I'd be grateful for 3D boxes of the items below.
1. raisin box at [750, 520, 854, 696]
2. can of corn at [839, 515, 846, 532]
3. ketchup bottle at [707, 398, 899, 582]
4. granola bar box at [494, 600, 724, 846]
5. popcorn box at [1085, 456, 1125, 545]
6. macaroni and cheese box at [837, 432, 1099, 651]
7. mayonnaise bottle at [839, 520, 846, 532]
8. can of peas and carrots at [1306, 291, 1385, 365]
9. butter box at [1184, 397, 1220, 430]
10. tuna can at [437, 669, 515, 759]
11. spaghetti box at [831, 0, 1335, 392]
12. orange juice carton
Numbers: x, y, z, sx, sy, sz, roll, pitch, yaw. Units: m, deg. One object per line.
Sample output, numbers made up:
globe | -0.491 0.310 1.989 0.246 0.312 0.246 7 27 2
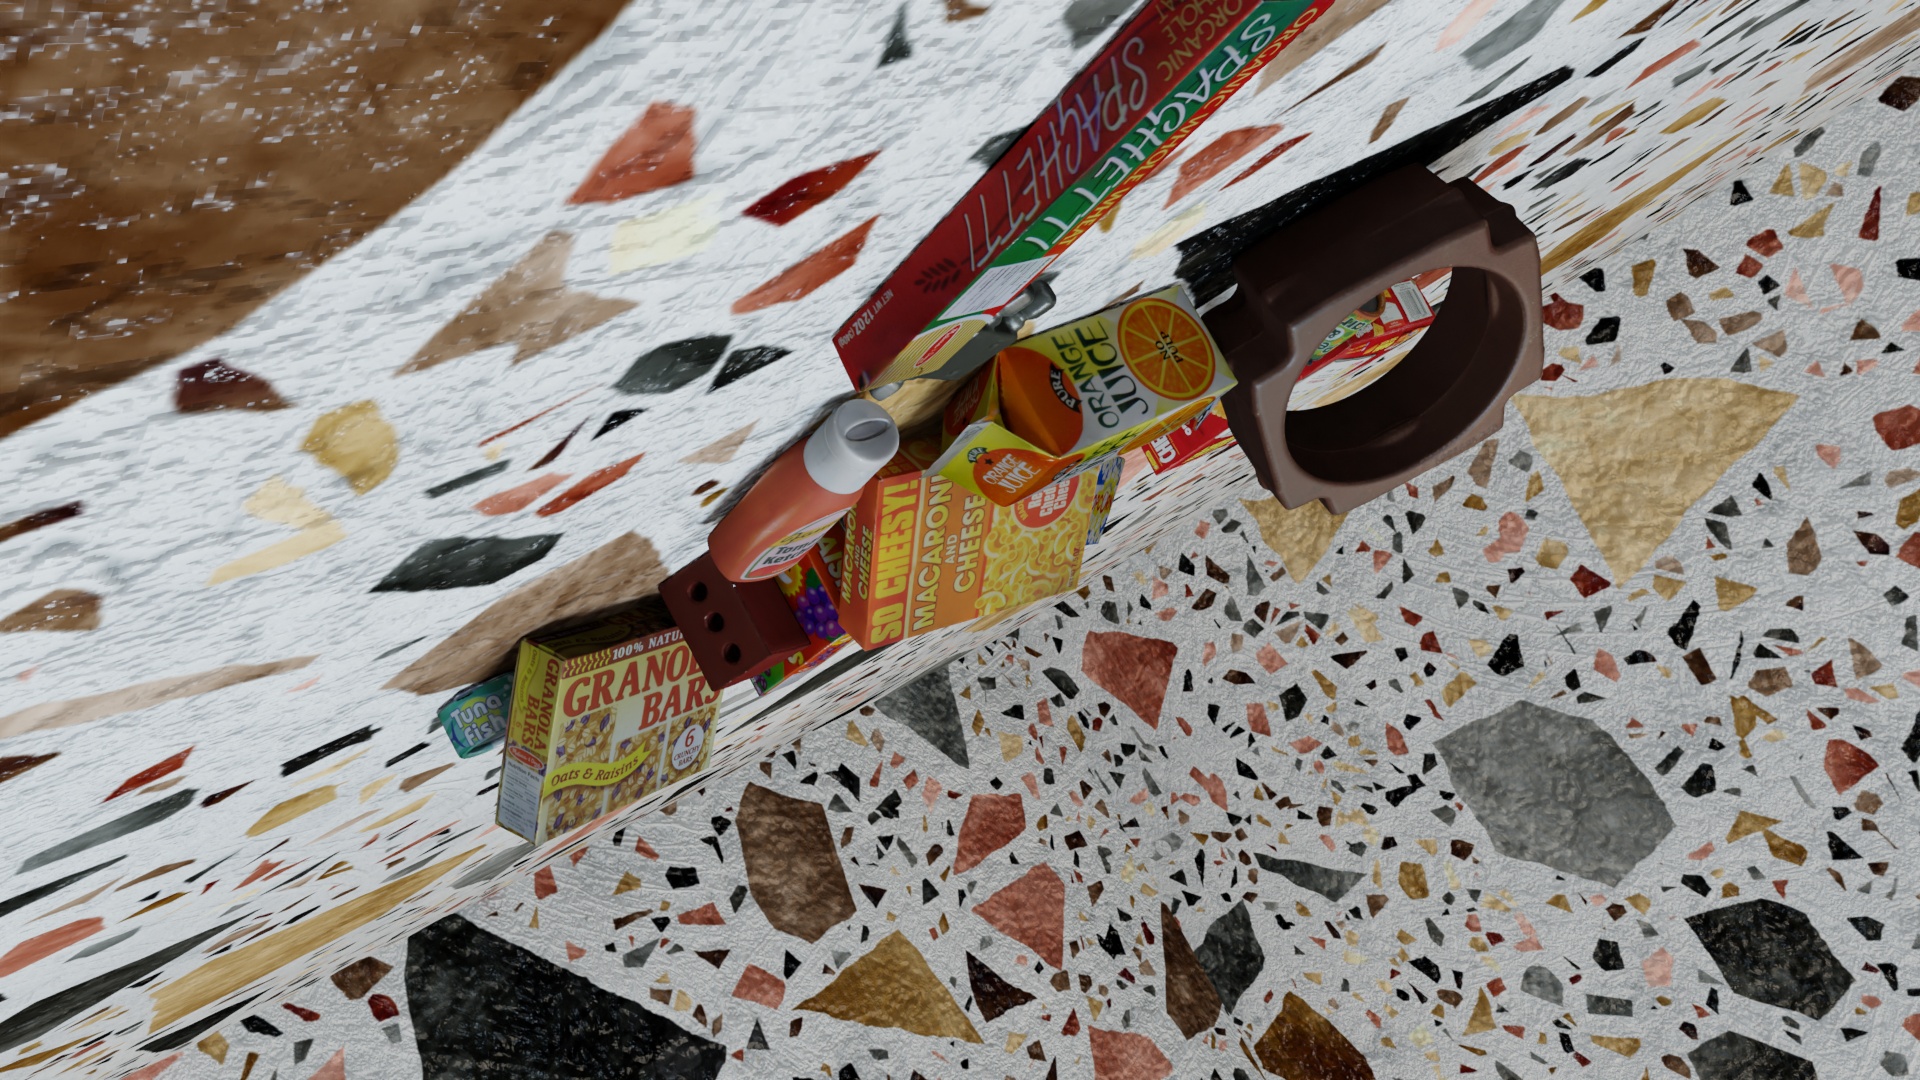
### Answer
raisin box | -0.111 0.042 0.932 0.040 0.086 0.123 -20 168 -43
can of corn | -0.041 -0.014 0.922 0.071 0.058 0.071 -29 173 -4
ketchup bottle | -0.082 -0.026 0.739 0.065 0.043 0.148 -24 170 -38
granola bar box | -0.216 0.107 0.887 0.166 0.039 0.123 -17 123 -61
popcorn box | 0.107 -0.040 1.238 0.127 0.038 0.085 -5 114 -73
macaroni and cheese box | 0.006 -0.010 0.869 0.167 0.040 0.123 -14 127 -32
mayonnaise bottle | -0.075 0.010 1.031 0.065 0.041 0.147 -29 172 -13
can of peas and carrots | 0.256 -0.168 0.978 0.071 0.071 0.058 -22 169 -46
butter box | 0.198 -0.132 1.038 0.103 0.024 0.053 -53 172 0
tuna can | -0.296 0.110 0.886 0.071 0.033 0.071 -29 173 -4
spaghetti box | 0.035 -0.131 0.519 0.050 0.029 0.249 -23 170 -43
orange juice carton | 0.063 -0.080 0.814 0.193 0.073 0.071 -24 171 -34
